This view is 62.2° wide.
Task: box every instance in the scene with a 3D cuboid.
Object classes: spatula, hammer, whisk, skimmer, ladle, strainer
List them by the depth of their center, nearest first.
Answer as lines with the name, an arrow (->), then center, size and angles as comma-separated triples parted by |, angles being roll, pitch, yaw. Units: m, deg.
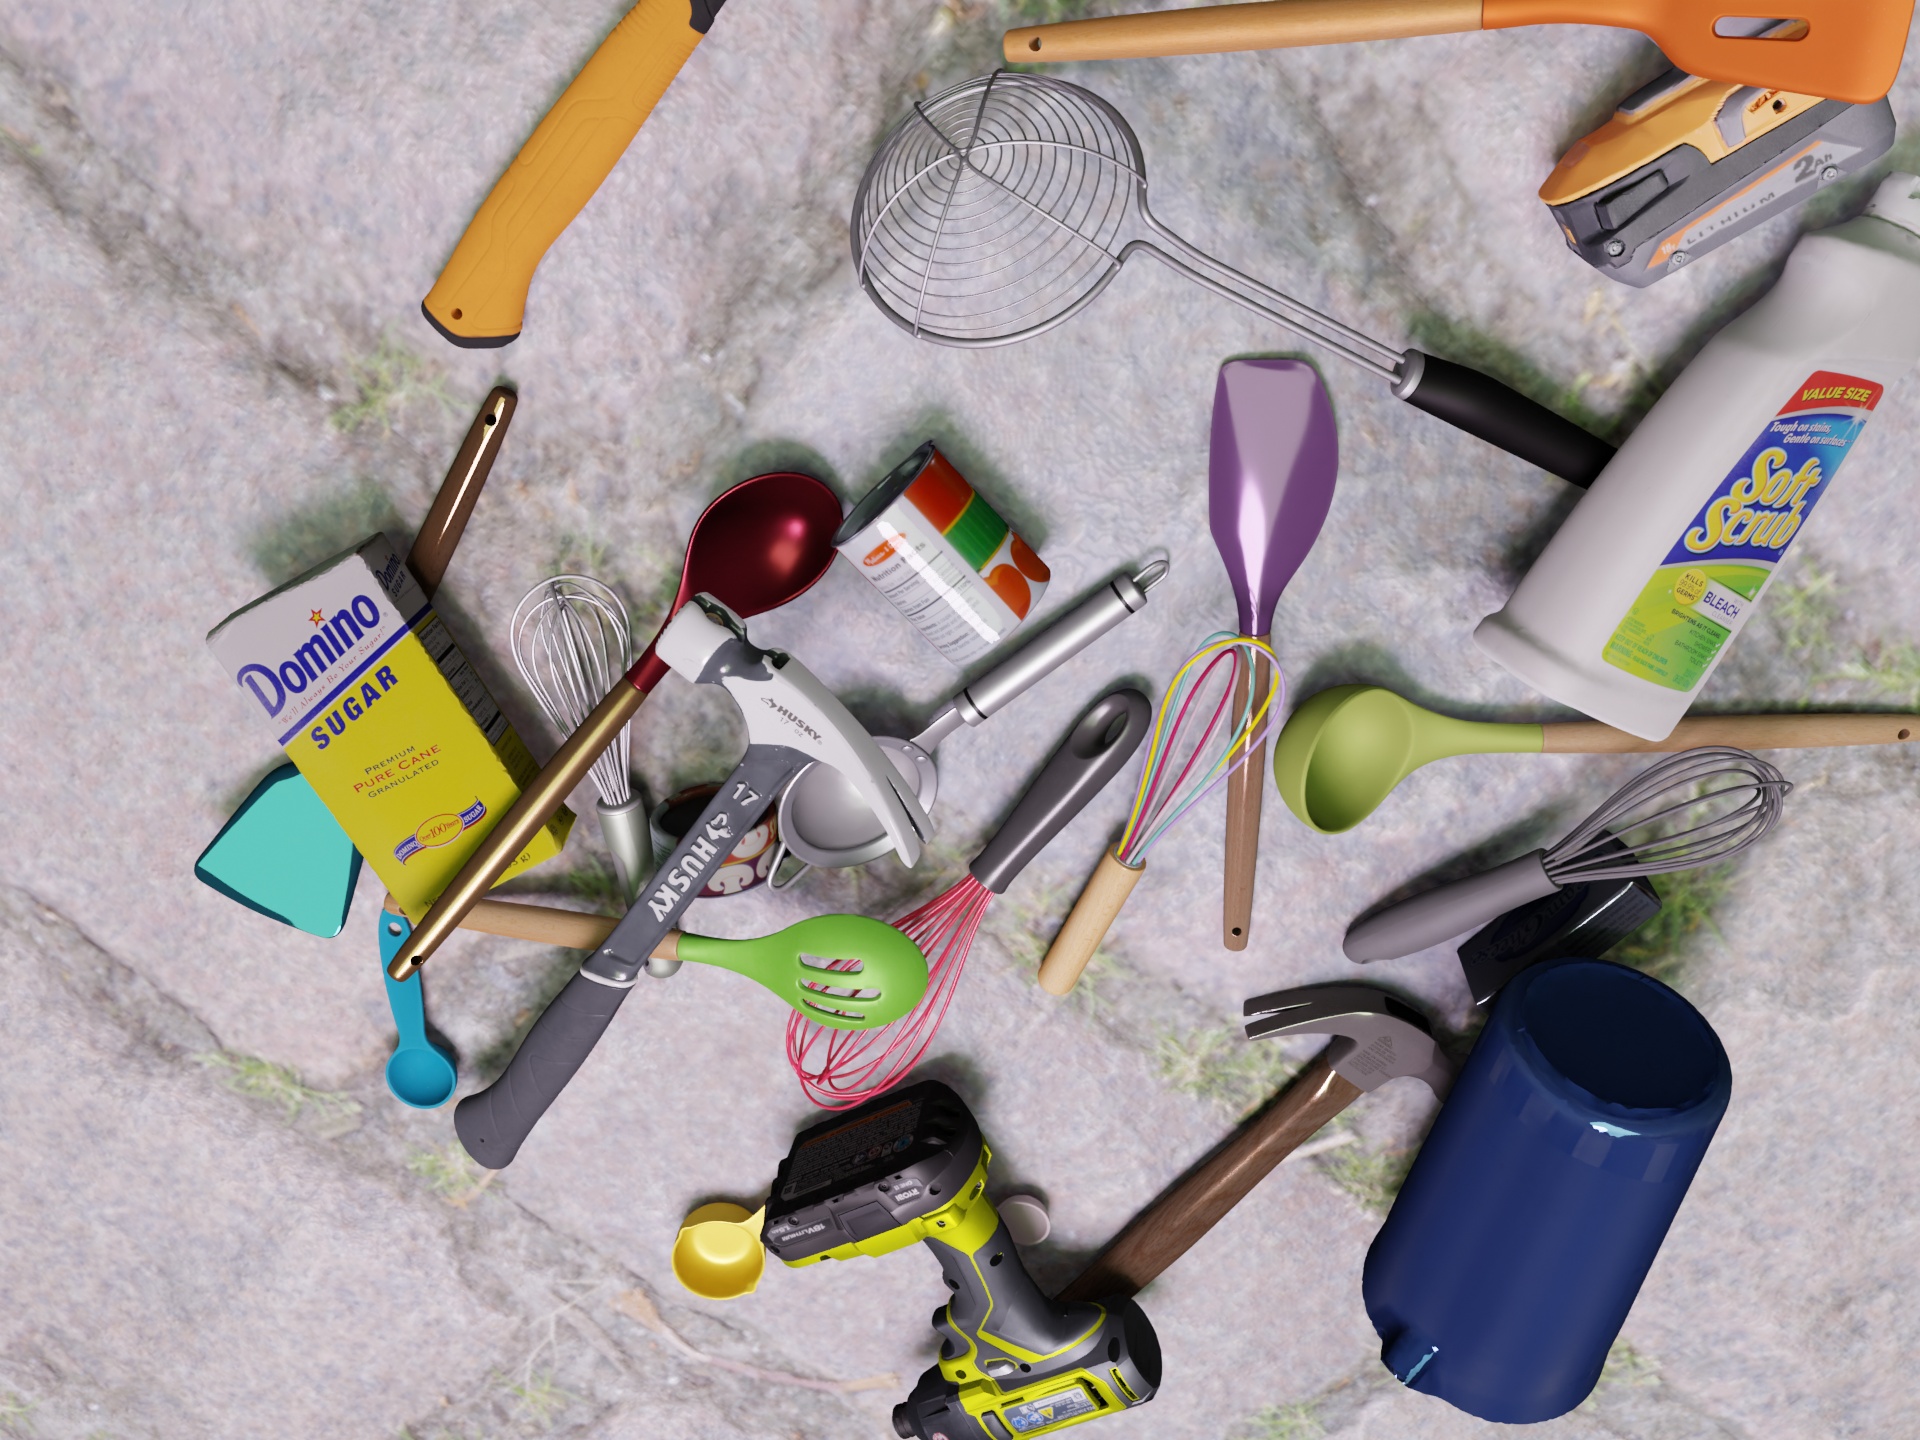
spatula -> 0.168, -0.262, 0.589 | 0.323, 0.041, 0.081 | 4, 115, 20
hammer -> -0.132, -0.295, 0.666 | 0.127, 0.034, 0.337 | 38, 113, -15
skimmer -> 0.131, -0.171, 0.702 | 0.363, 0.090, 0.127 | 20, 79, -18
ladle -> -0.171, 0.004, 0.765 | 0.315, 0.031, 0.069 | -50, 125, 1
ladle -> 0.312, 0.014, 0.773 | 0.320, 0.062, 0.078 | -2, 118, 2
whisk -> 0.289, 0.075, 0.786 | 0.239, 0.055, 0.055 | -32, 111, 36
spatula -> 0.147, -0.021, 0.788 | 0.060, 0.018, 0.315 | 3, 115, 7
strainer -> -0.001, -0.003, 0.798 | 0.258, 0.050, 0.086 | -36, 136, 13
hammer -> -0.164, 0.119, 0.803 | 0.149, 0.036, 0.408 | 38, 125, -2
spatula -> -0.293, -0.029, 0.804 | 0.082, 0.044, 0.317 | 28, 114, -11
whisk -> 0.091, 0.052, 0.809 | 0.051, 0.047, 0.244 | 48, 129, 30
whisk -> -0.180, 0.036, 0.827 | 0.059, 0.058, 0.246 | -20, 121, -19
whisk -> 0.001, 0.096, 0.835 | 0.073, 0.073, 0.295 | 35, 108, -13
hammer -> 0.144, 0.273, 0.925 | 0.130, 0.031, 0.331 | 35, 114, -13

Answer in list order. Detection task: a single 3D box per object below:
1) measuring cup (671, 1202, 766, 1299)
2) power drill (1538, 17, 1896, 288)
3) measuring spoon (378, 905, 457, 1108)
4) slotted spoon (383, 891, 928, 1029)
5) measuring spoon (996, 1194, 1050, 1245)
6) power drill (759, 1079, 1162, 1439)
measuring cup -> -0.110, 0.289, 0.961 | 0.156, 0.029, 0.062 | -42, 104, 9
power drill -> 0.233, -0.284, 0.622 | 0.185, 0.084, 0.226 | -29, 107, 20
measuring spoon -> -0.315, 0.163, 0.918 | 0.042, 0.021, 0.128 | -2, 107, 6
slotted spoon -> -0.170, 0.117, 0.840 | 0.314, 0.031, 0.070 | 6, 116, 17
measuring spoon -> -0.006, 0.299, 0.962 | 0.124, 0.018, 0.034 | -4, 116, 14
power drill -> -0.010, 0.329, 0.919 | 0.171, 0.080, 0.223 | -26, 109, 20
